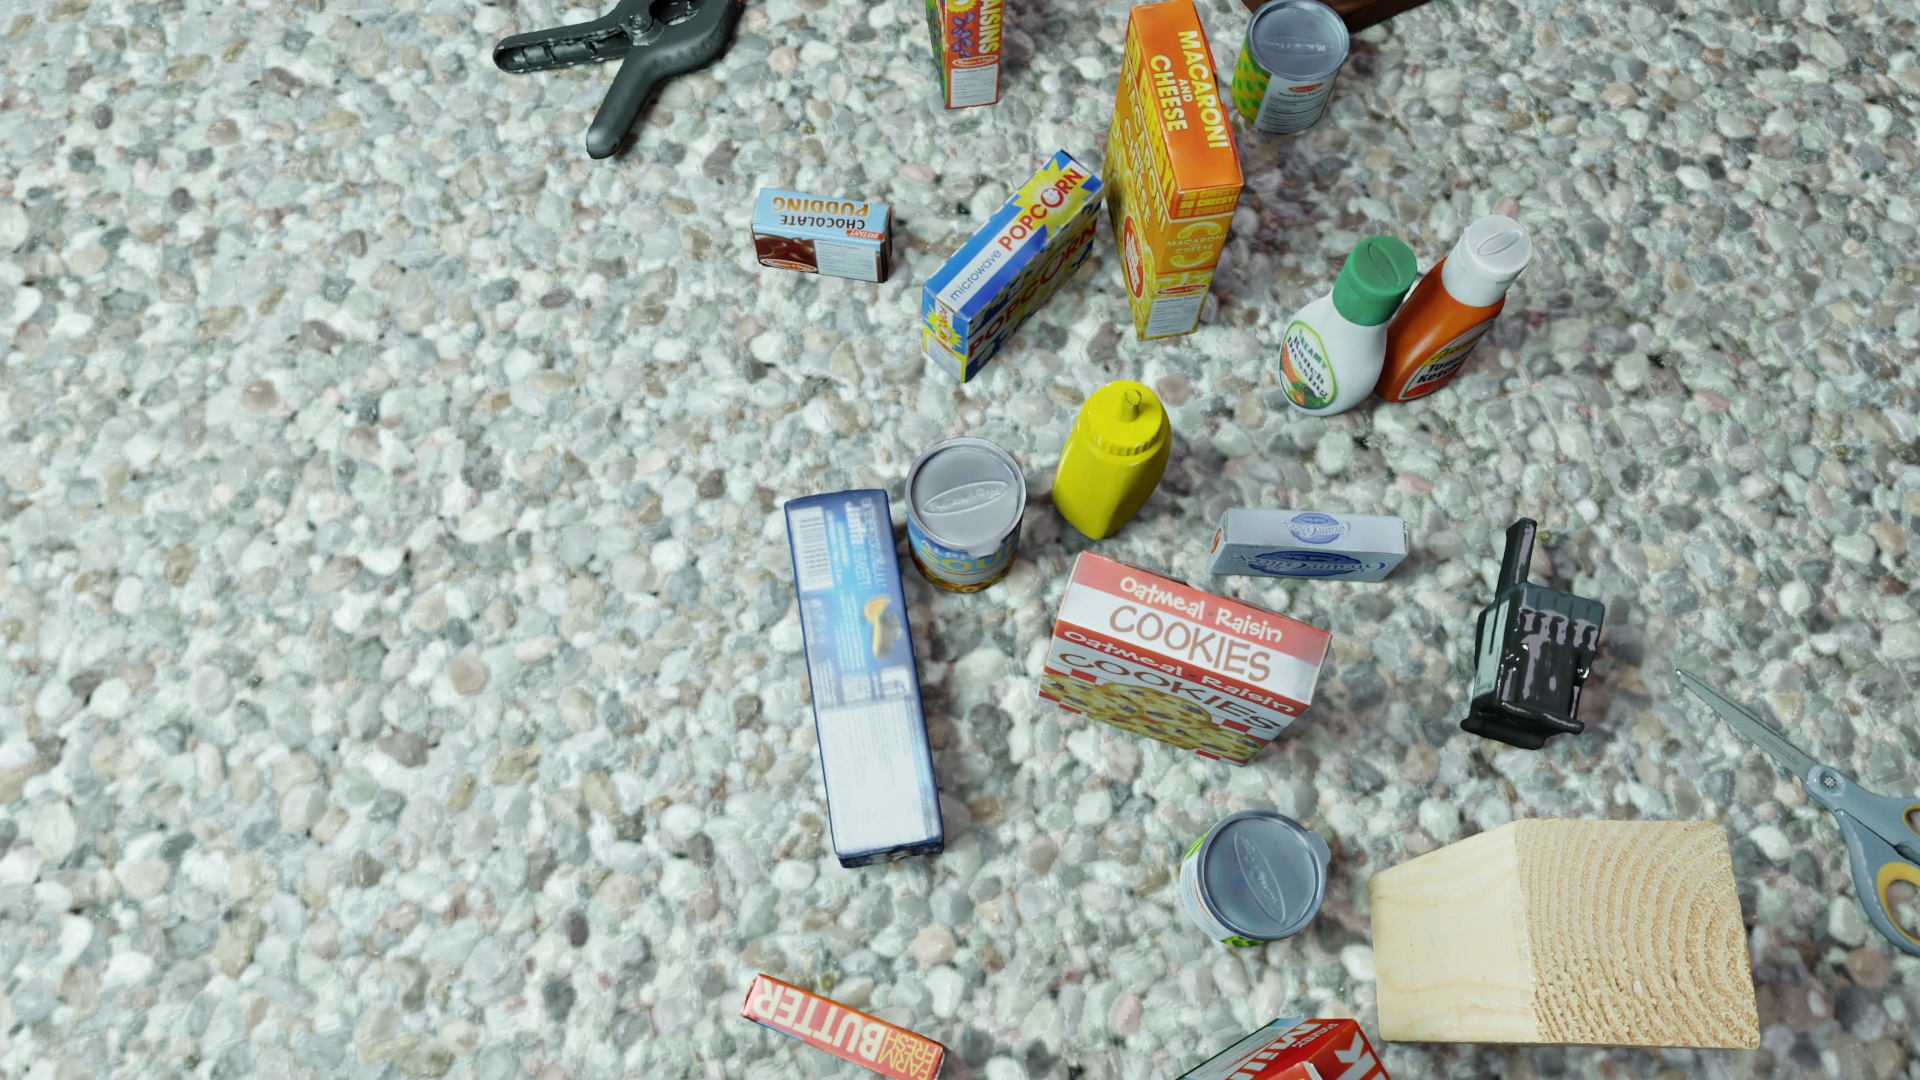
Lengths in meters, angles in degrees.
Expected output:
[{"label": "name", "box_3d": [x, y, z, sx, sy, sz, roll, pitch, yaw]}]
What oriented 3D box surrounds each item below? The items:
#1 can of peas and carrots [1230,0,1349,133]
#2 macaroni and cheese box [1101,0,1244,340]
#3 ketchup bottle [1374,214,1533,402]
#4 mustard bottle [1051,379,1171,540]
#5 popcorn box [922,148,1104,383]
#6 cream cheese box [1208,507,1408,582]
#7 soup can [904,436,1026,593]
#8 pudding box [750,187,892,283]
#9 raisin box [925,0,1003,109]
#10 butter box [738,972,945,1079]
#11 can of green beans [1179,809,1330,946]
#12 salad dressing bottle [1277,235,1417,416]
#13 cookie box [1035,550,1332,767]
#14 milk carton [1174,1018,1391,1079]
[{"label": "can of peas and carrots", "box_3d": [0.215, -0.314, 0.913, 0.071, 0.058, 0.071, 0, 70, -1]}, {"label": "macaroni and cheese box", "box_3d": [0.121, -0.212, 0.818, 0.040, 0.166, 0.124, -9, 71, -4]}, {"label": "ketchup bottle", "box_3d": [0.282, -0.133, 0.800, 0.065, 0.148, 0.043, -27, 73, -10]}, {"label": "mustard bottle", "box_3d": [0.086, -0.051, 0.761, 0.049, 0.159, 0.065, 42, 75, 13]}, {"label": "popcorn box", "box_3d": [0.031, -0.164, 0.842, 0.038, 0.085, 0.127, 39, 74, 12]}, {"label": "cream cheese box", "box_3d": [0.198, 0.003, 0.800, 0.104, 0.053, 0.024, 3, 70, 0]}, {"label": "soup can", "box_3d": [0.003, -0.010, 0.786, 0.071, 0.083, 0.071, 0, 70, -1]}, {"label": "pudding box", "box_3d": [-0.086, -0.190, 0.869, 0.084, 0.049, 0.030, 8, 70, 2]}, {"label": "raisin box", "box_3d": [0.002, -0.349, 0.889, 0.040, 0.123, 0.086, -8, 71, -3]}, {"label": "butter box", "box_3d": [-0.058, 0.250, 0.706, 0.103, 0.053, 0.024, 20, 71, 6]}, {"label": "can of green beans", "box_3d": [0.153, 0.179, 0.732, 0.071, 0.057, 0.071, 0, 70, -1]}, {"label": "salad dressing bottle", "box_3d": [0.221, -0.121, 0.796, 0.044, 0.147, 0.064, -24, 72, -9]}, {"label": "cookie box", "box_3d": [0.107, 0.065, 0.715, 0.123, 0.167, 0.040, 18, 71, 6]}, {"label": "milk carton", "box_3d": [0.154, 0.267, 0.630, 0.073, 0.190, 0.072, -27, 73, -10]}]
